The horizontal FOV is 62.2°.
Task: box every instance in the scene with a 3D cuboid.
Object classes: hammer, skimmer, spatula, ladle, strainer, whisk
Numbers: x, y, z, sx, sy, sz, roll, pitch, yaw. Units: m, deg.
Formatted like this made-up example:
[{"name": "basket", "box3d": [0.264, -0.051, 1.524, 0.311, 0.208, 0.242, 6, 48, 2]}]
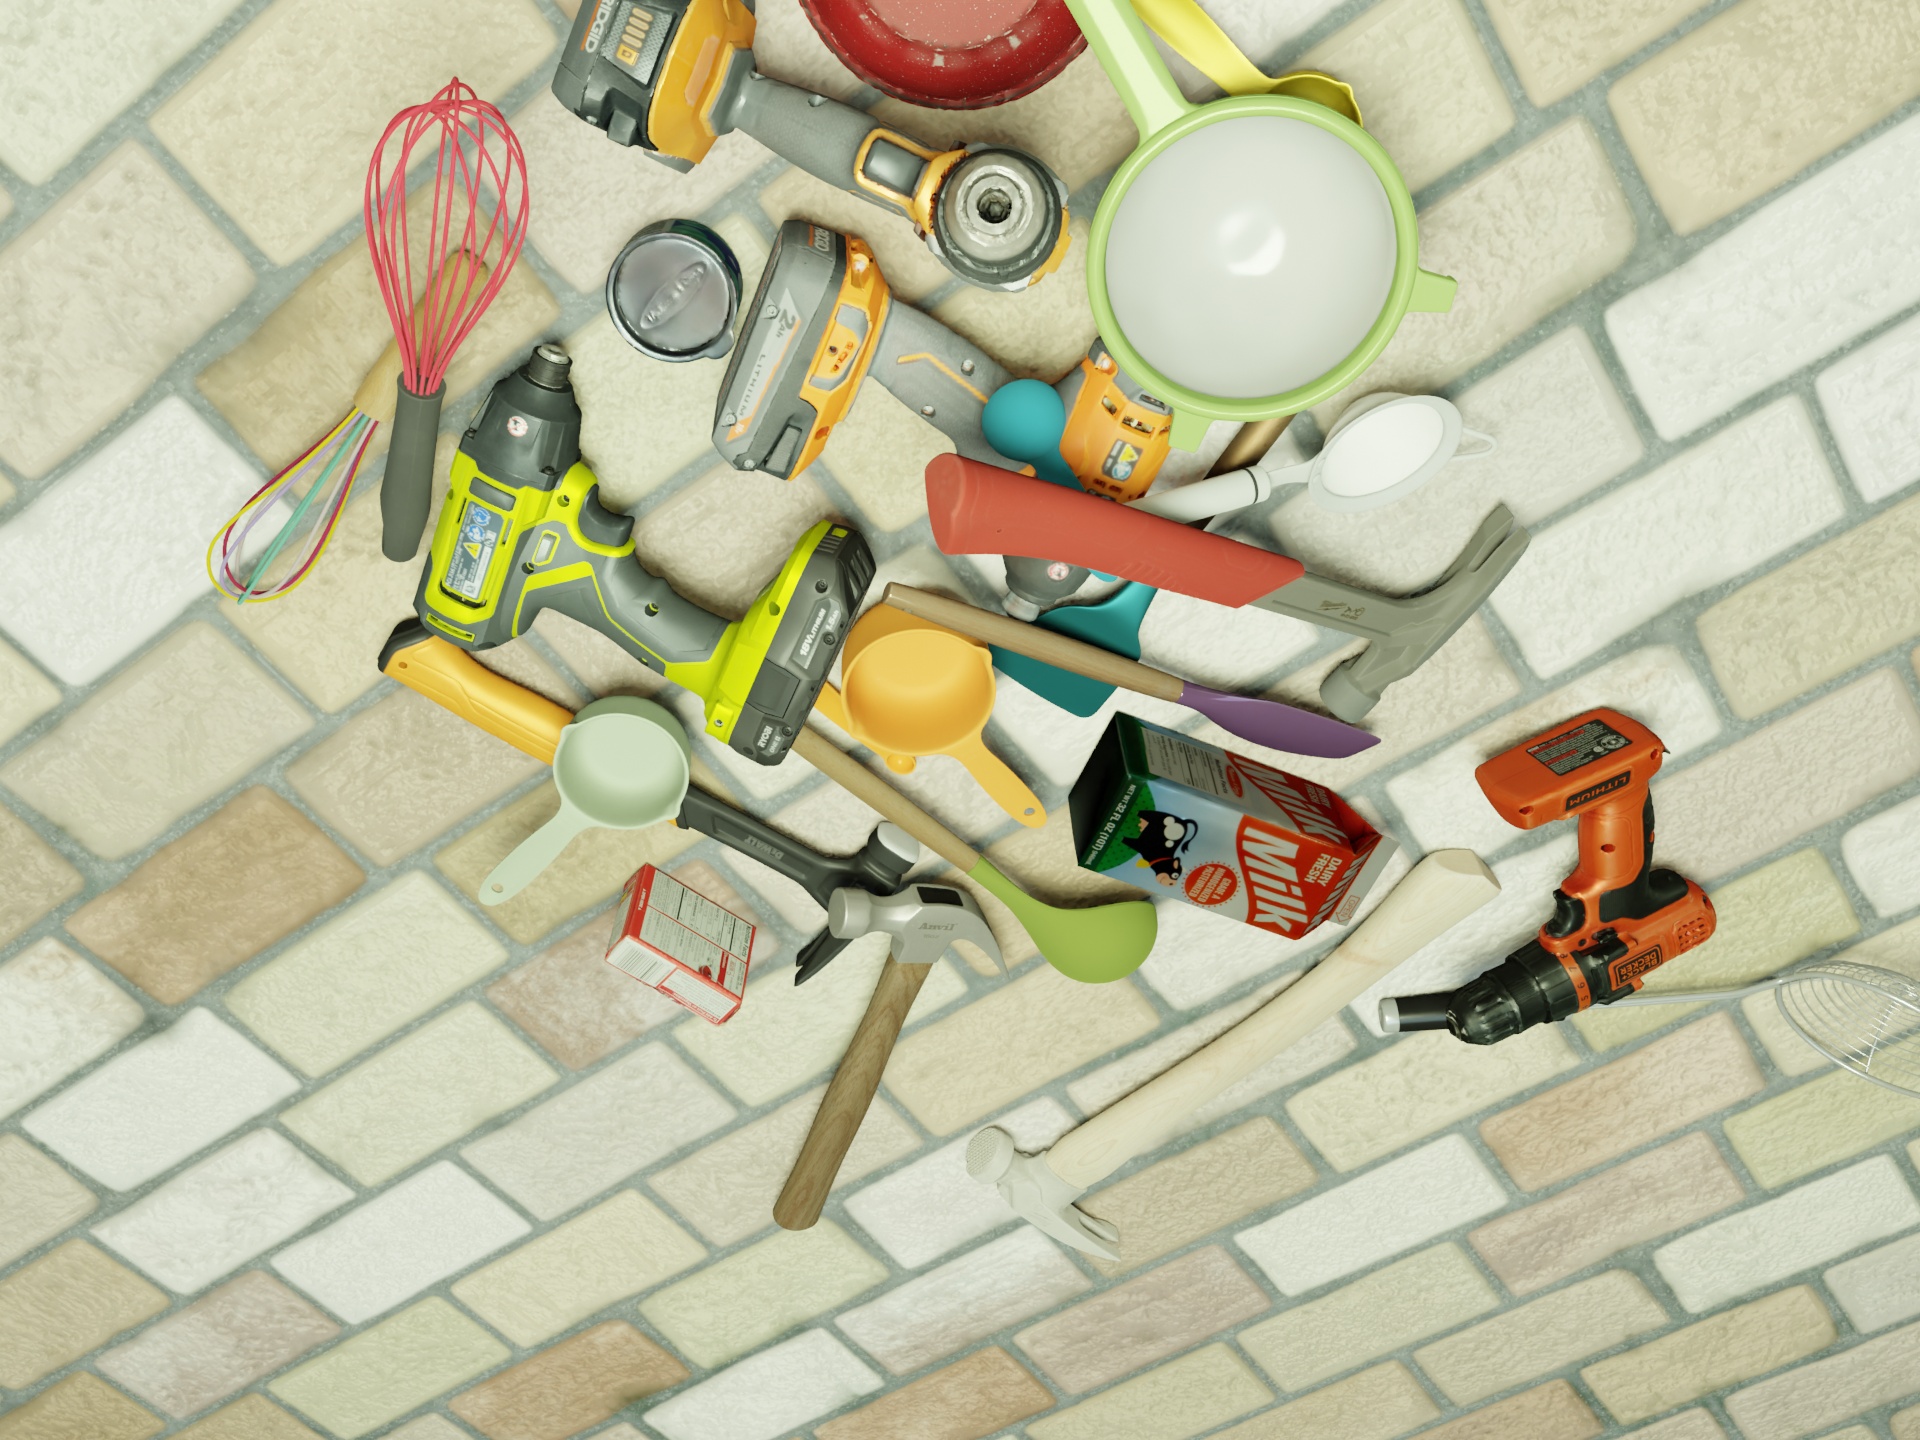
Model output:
[{"name": "hammer", "box3d": [-0.196, 0.043, 0.964, 0.336, 0.034, 0.127, 31, 115, -18]}, {"name": "skimmer", "box3d": [0.463, 0.211, 1.039, 0.363, 0.090, 0.127, -4, 152, 5]}, {"name": "spatula", "box3d": [0.133, -0.126, 0.874, 0.082, 0.044, 0.317, 31, 111, -17]}, {"name": "ladle", "box3d": [-0.009, 0.063, 0.973, 0.320, 0.062, 0.078, 37, 137, -15]}, {"name": "hammer", "box3d": [0.136, -0.083, 0.804, 0.358, 0.037, 0.149, 11, 129, -38]}, {"name": "hammer", "box3d": [0.196, 0.228, 1.079, 0.146, 0.038, 0.410, 39, 113, -23]}, {"name": "strainer", "box3d": [0.159, -0.127, 0.825, 0.258, 0.050, 0.086, -18, 149, -16]}, {"name": "whisk", "box3d": [-0.260, -0.179, 0.774, 0.073, 0.073, 0.295, 18, 138, -11]}, {"name": "strainer", "box3d": [0.106, -0.262, 0.735, 0.151, 0.069, 0.256, -28, 114, 22]}, {"name": "spatula", "box3d": [0.100, -0.024, 0.902, 0.315, 0.018, 0.060, 18, 156, -22]}, {"name": "hammer", "box3d": [-0.065, 0.235, 1.069, 0.130, 0.031, 0.331, 5, 128, -25]}, {"name": "whisk", "box3d": [-0.327, -0.150, 0.843, 0.047, 0.051, 0.245, 38, 111, -14]}]

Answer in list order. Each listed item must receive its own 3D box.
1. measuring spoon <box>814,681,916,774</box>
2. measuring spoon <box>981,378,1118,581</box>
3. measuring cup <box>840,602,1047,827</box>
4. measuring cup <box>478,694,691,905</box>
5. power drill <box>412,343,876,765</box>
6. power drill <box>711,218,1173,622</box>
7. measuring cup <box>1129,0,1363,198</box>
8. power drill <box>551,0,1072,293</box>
[{"name": "measuring spoon", "box3d": [-0.070, -0.007, 0.950, 0.116, 0.011, 0.021, 41, 130, -19]}, {"name": "measuring spoon", "box3d": [0.053, -0.114, 0.799, 0.042, 0.021, 0.128, -28, 125, 9]}, {"name": "measuring cup", "box3d": [-0.001, -0.003, 0.931, 0.095, 0.052, 0.173, -31, 125, 17]}, {"name": "measuring cup", "box3d": [-0.224, 0.049, 0.926, 0.167, 0.038, 0.083, -41, 112, 20]}, {"name": "power drill", "box3d": [-0.167, -0.084, 0.852, 0.223, 0.080, 0.171, 26, 117, -3]}, {"name": "power drill", "box3d": [-0.009, -0.147, 0.827, 0.226, 0.084, 0.164, 18, 119, -16]}, {"name": "measuring cup", "box3d": [0.128, -0.316, 0.762, 0.156, 0.029, 0.062, 40, 121, -8]}, {"name": "power drill", "box3d": [-0.056, -0.253, 0.691, 0.226, 0.185, 0.084, 25, 104, -5]}]
